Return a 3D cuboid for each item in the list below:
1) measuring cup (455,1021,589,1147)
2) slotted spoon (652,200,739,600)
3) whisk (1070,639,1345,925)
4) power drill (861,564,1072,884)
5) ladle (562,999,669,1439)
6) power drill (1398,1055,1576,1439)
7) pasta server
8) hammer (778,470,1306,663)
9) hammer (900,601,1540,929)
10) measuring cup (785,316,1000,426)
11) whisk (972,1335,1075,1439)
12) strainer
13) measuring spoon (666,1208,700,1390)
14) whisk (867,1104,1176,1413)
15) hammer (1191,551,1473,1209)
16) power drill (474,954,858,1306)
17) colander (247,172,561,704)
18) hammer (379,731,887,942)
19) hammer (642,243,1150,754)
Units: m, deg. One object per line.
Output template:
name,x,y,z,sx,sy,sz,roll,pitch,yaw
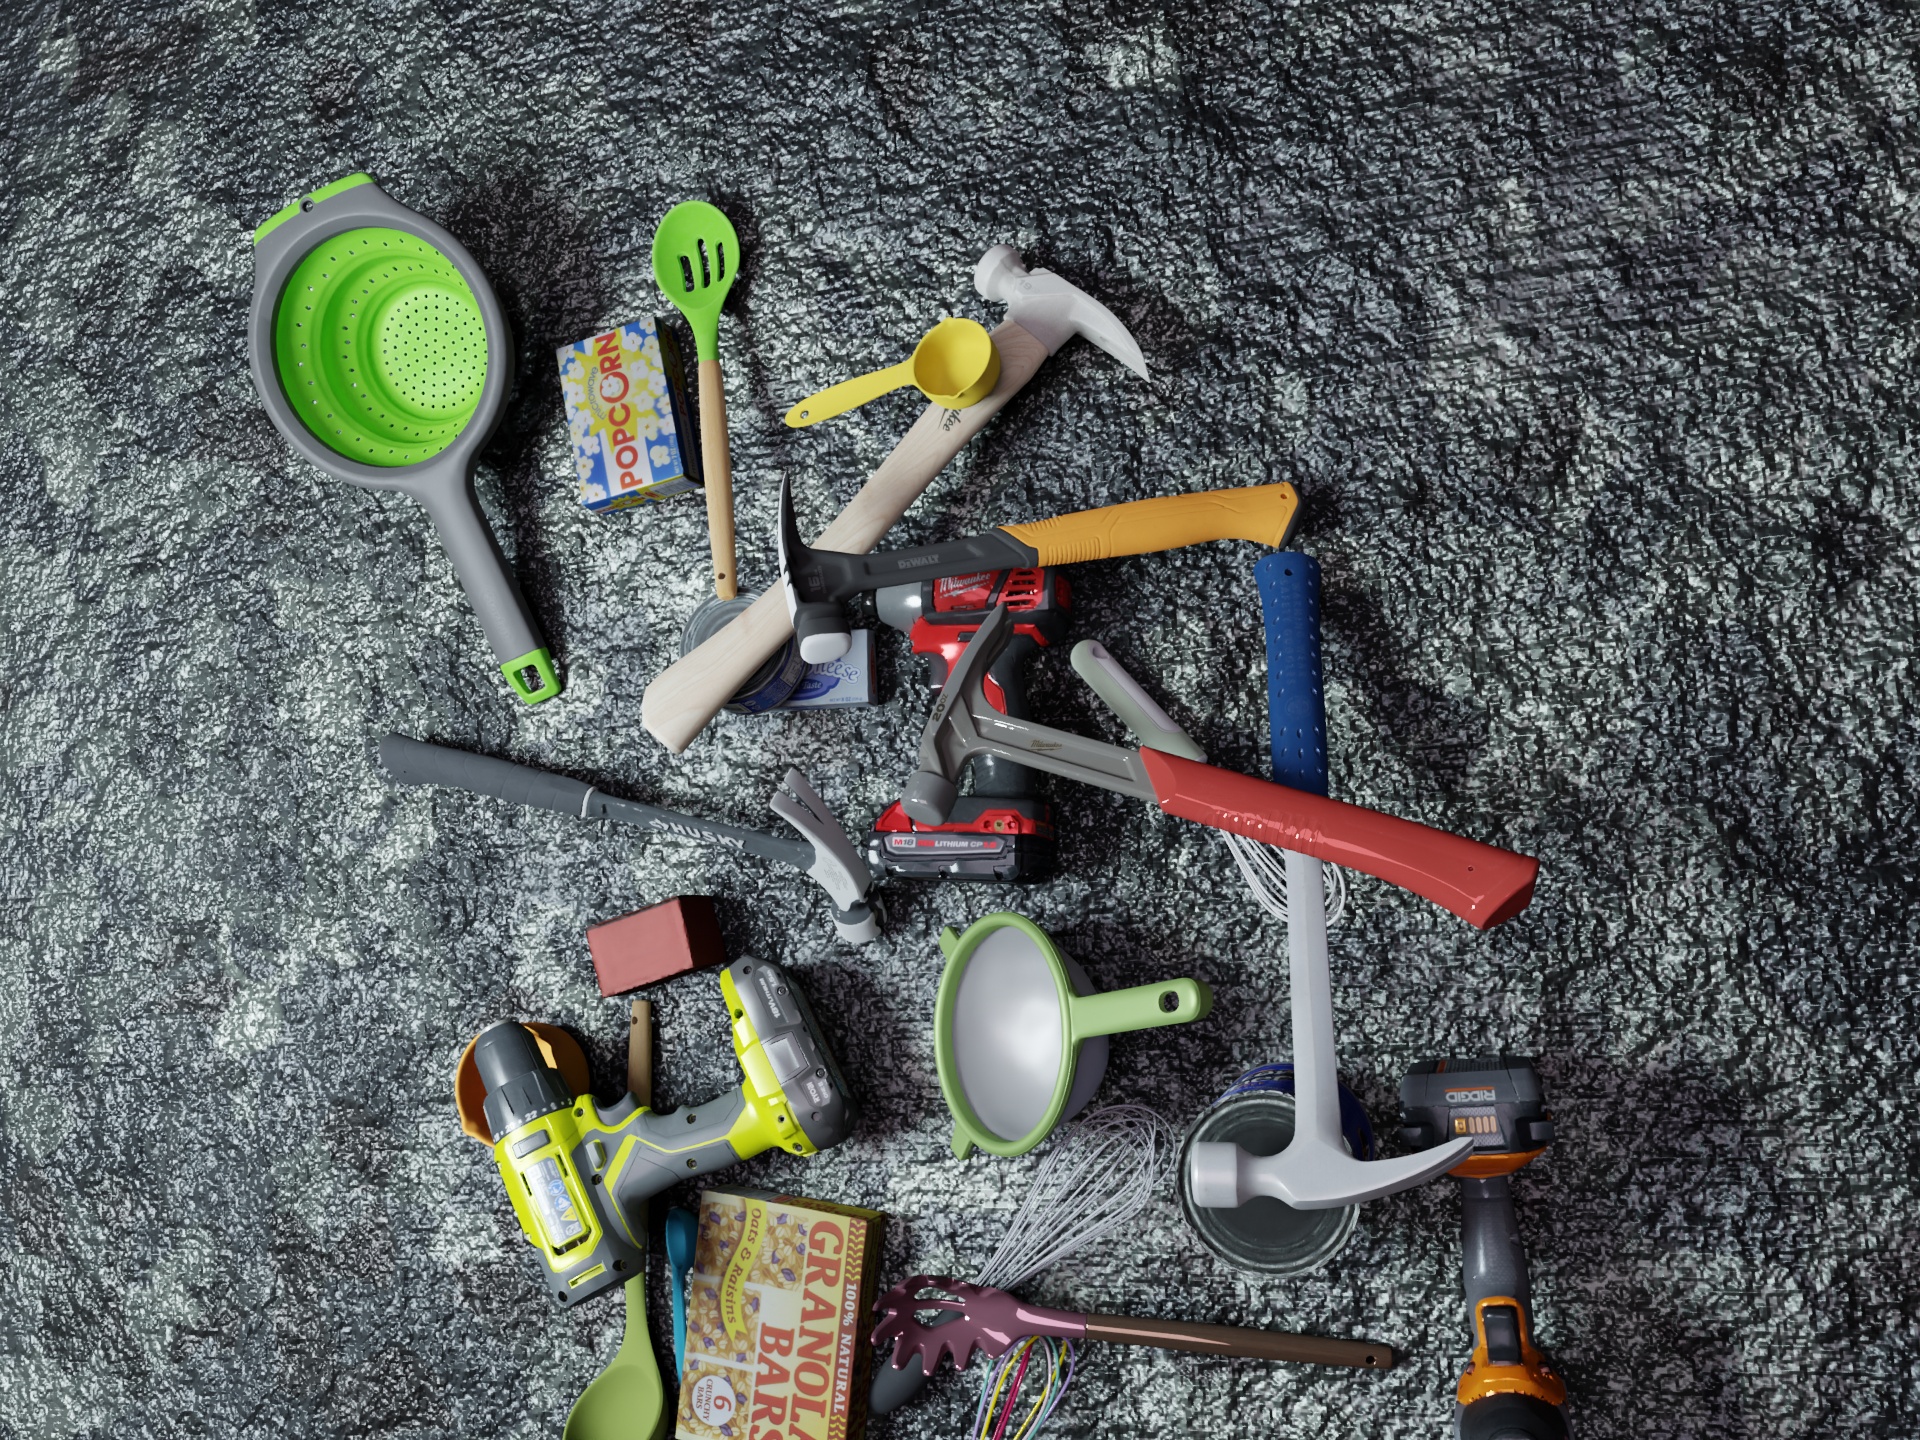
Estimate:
measuring cup,-0.282,0.289,1.126,0.095,0.052,0.174,-46,73,8
slotted spoon,-0.179,-0.231,1.136,0.070,0.031,0.314,-13,71,16
whisk,0.155,0.036,1.021,0.246,0.058,0.059,49,130,20
power drill,-0.002,-0.003,1.059,0.143,0.078,0.220,1,82,16
ladle,-0.234,0.357,1.105,0.078,0.062,0.320,-6,80,33
power drill,0.298,0.308,0.887,0.084,0.164,0.226,-7,80,17
pasta server,0.104,0.378,0.976,0.316,0.040,0.060,4,95,6
hammer,0.054,-0.118,1.002,0.337,0.034,0.127,-9,62,-10
hammer,0.148,0.036,0.916,0.359,0.036,0.149,16,65,23
measuring cup,-0.045,-0.219,1.058,0.156,0.029,0.062,-15,67,24
whisk,0.005,0.494,1.023,0.051,0.047,0.245,27,96,17
strainer,0.079,0.185,0.972,0.256,0.069,0.152,-25,64,51
measuring spoon,-0.186,0.402,1.102,0.042,0.021,0.128,-8,85,60
whisk,0.034,0.352,1.024,0.070,0.070,0.284,44,103,16
hammer,0.204,0.075,0.920,0.144,0.035,0.406,-4,59,13
power drill,-0.202,0.251,1.061,0.228,0.080,0.191,-27,73,-3
colander,-0.384,-0.203,1.201,0.204,0.094,0.397,-22,96,14
hammer,-0.248,0.059,1.117,0.409,0.149,0.036,11,53,24
hammer,-0.054,-0.133,1.060,0.146,0.038,0.410,41,87,25
